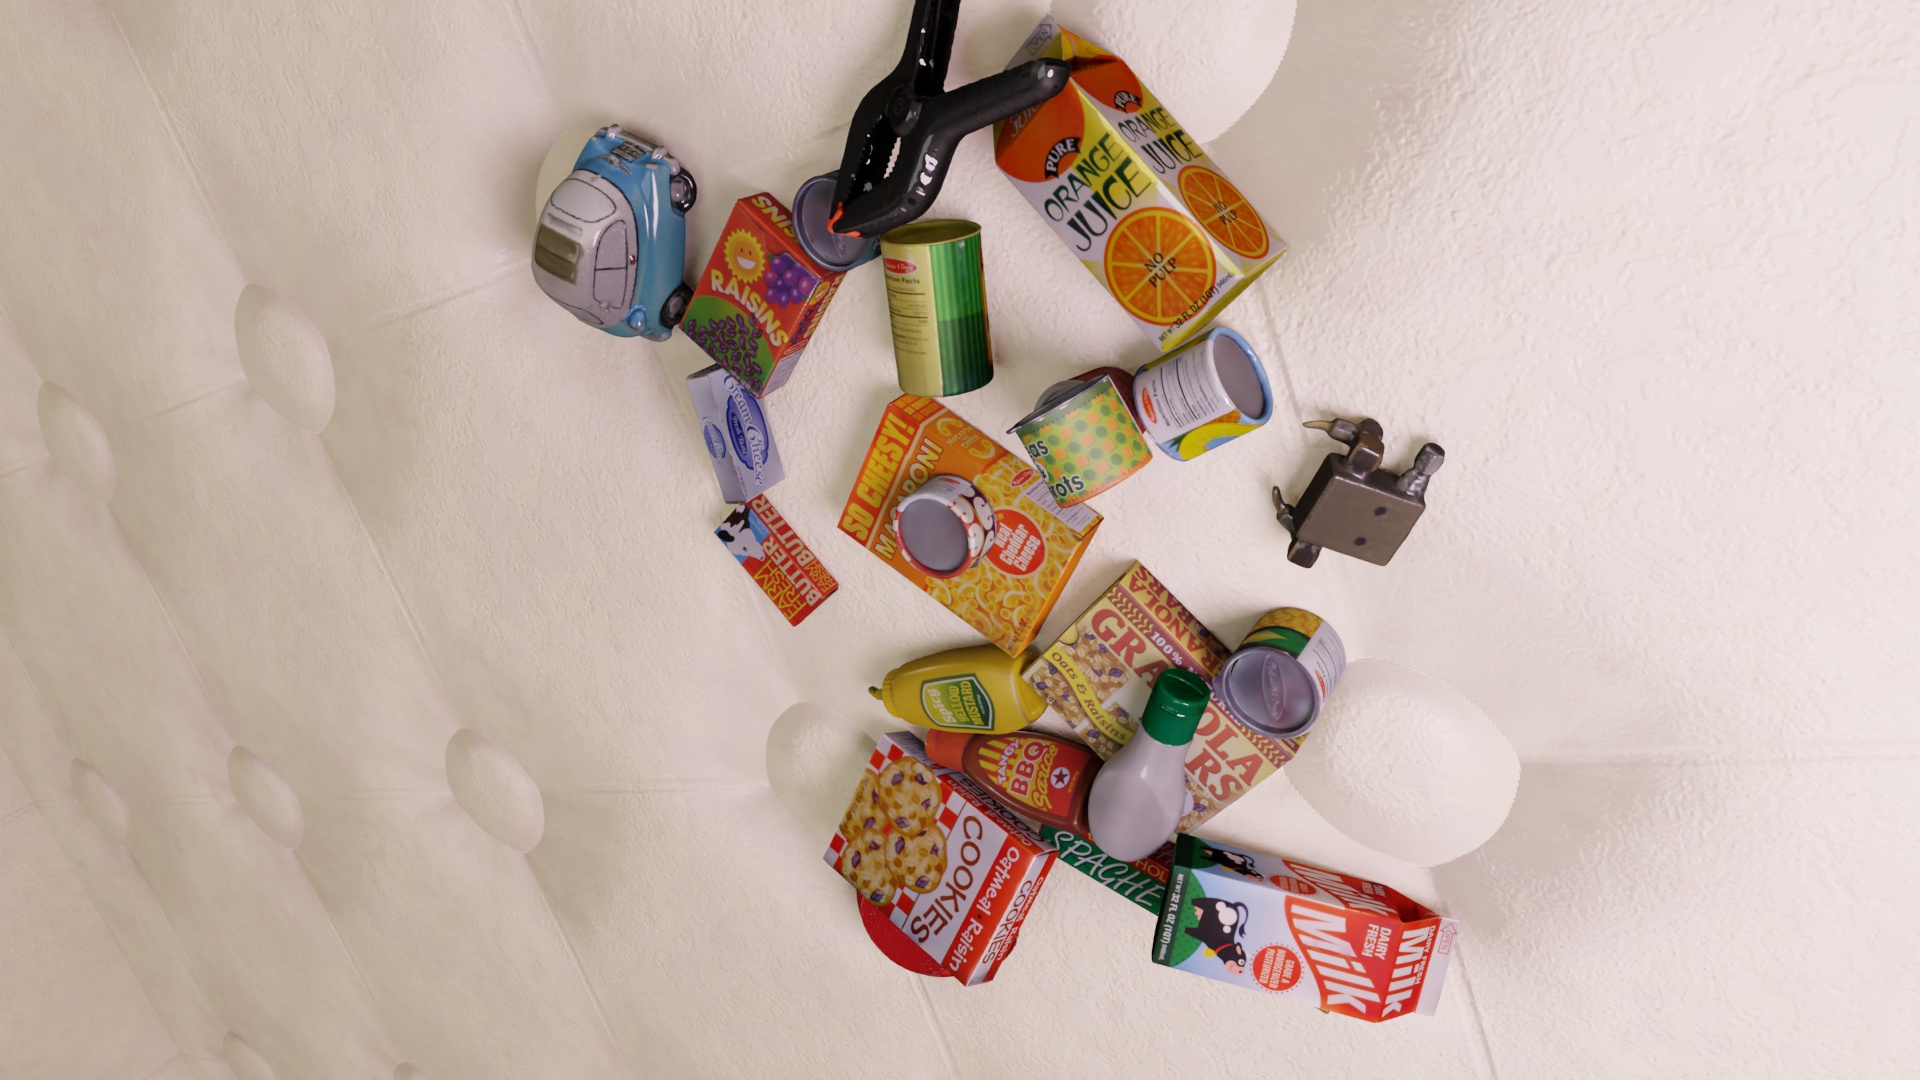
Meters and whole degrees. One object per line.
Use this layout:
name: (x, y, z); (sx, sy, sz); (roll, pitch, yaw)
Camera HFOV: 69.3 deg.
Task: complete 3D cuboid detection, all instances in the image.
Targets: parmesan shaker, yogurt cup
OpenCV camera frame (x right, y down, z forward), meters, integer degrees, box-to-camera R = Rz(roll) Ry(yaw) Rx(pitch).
parmesan shaker: (-0.016, -0.154, 0.918); (0.071, 0.072, 0.102); (9, 119, 30)
yogurt cup: (0.087, -0.078, 0.894); (0.072, 0.054, 0.072); (15, 121, 27)

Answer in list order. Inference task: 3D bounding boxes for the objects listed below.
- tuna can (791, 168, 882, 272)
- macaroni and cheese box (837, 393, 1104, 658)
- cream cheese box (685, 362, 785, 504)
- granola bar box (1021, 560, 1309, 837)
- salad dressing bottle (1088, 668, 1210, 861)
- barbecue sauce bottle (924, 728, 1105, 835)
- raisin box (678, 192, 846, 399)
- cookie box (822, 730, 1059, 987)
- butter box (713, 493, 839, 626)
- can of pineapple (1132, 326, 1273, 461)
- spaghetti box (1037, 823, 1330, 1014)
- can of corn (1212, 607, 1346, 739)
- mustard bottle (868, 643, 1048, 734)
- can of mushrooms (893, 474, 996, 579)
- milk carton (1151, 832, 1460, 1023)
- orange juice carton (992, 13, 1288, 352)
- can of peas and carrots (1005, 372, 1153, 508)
tuna can: (-0.077, -0.219, 0.945); (0.071, 0.033, 0.070); (15, 121, 27)
macaroni and cheese box: (0.004, -0.012, 0.993); (0.166, 0.040, 0.123); (36, 128, 13)
cream cheese box: (-0.171, -0.085, 1.063); (0.024, 0.053, 0.103); (-3, 112, 32)
granola bar box: (0.139, 0.113, 0.969); (0.165, 0.039, 0.123); (45, 130, 5)
salad dressing bottle: (0.129, 0.153, 0.941); (0.064, 0.044, 0.146); (30, 127, 20)
barbecue sauce bottle: (0.041, 0.171, 1.053); (0.148, 0.065, 0.043); (14, 162, 36)
raisin box: (-0.145, -0.177, 1.008); (0.086, 0.040, 0.122); (43, 129, 9)
cookie box: (-0.018, 0.248, 1.094); (0.168, 0.040, 0.122); (34, 105, 31)
butter box: (-0.148, 0.015, 1.119); (0.103, 0.024, 0.053); (50, 131, 3)
can of pineapple: (0.148, -0.089, 0.843); (0.057, 0.071, 0.071); (-26, 98, 39)
spaghetti box: (0.171, 0.263, 1.032); (0.250, 0.029, 0.050); (27, 125, 20)
can of corn: (0.206, 0.085, 0.896); (0.071, 0.058, 0.070); (15, 121, 27)
mustard bottle: (-0.011, 0.116, 1.063); (0.160, 0.049, 0.065); (-9, 107, 36)
can of mushrooms: (-0.010, -0.007, 0.956); (0.071, 0.033, 0.070); (14, 120, 26)
milk carton: (0.231, 0.263, 0.934); (0.191, 0.073, 0.072); (13, 98, 9)
orange juice carton: (0.092, -0.211, 0.810); (0.193, 0.073, 0.071); (49, 130, 3)
can of peas and carrots: (0.072, -0.058, 0.832); (0.070, 0.071, 0.058); (-25, 98, 40)
